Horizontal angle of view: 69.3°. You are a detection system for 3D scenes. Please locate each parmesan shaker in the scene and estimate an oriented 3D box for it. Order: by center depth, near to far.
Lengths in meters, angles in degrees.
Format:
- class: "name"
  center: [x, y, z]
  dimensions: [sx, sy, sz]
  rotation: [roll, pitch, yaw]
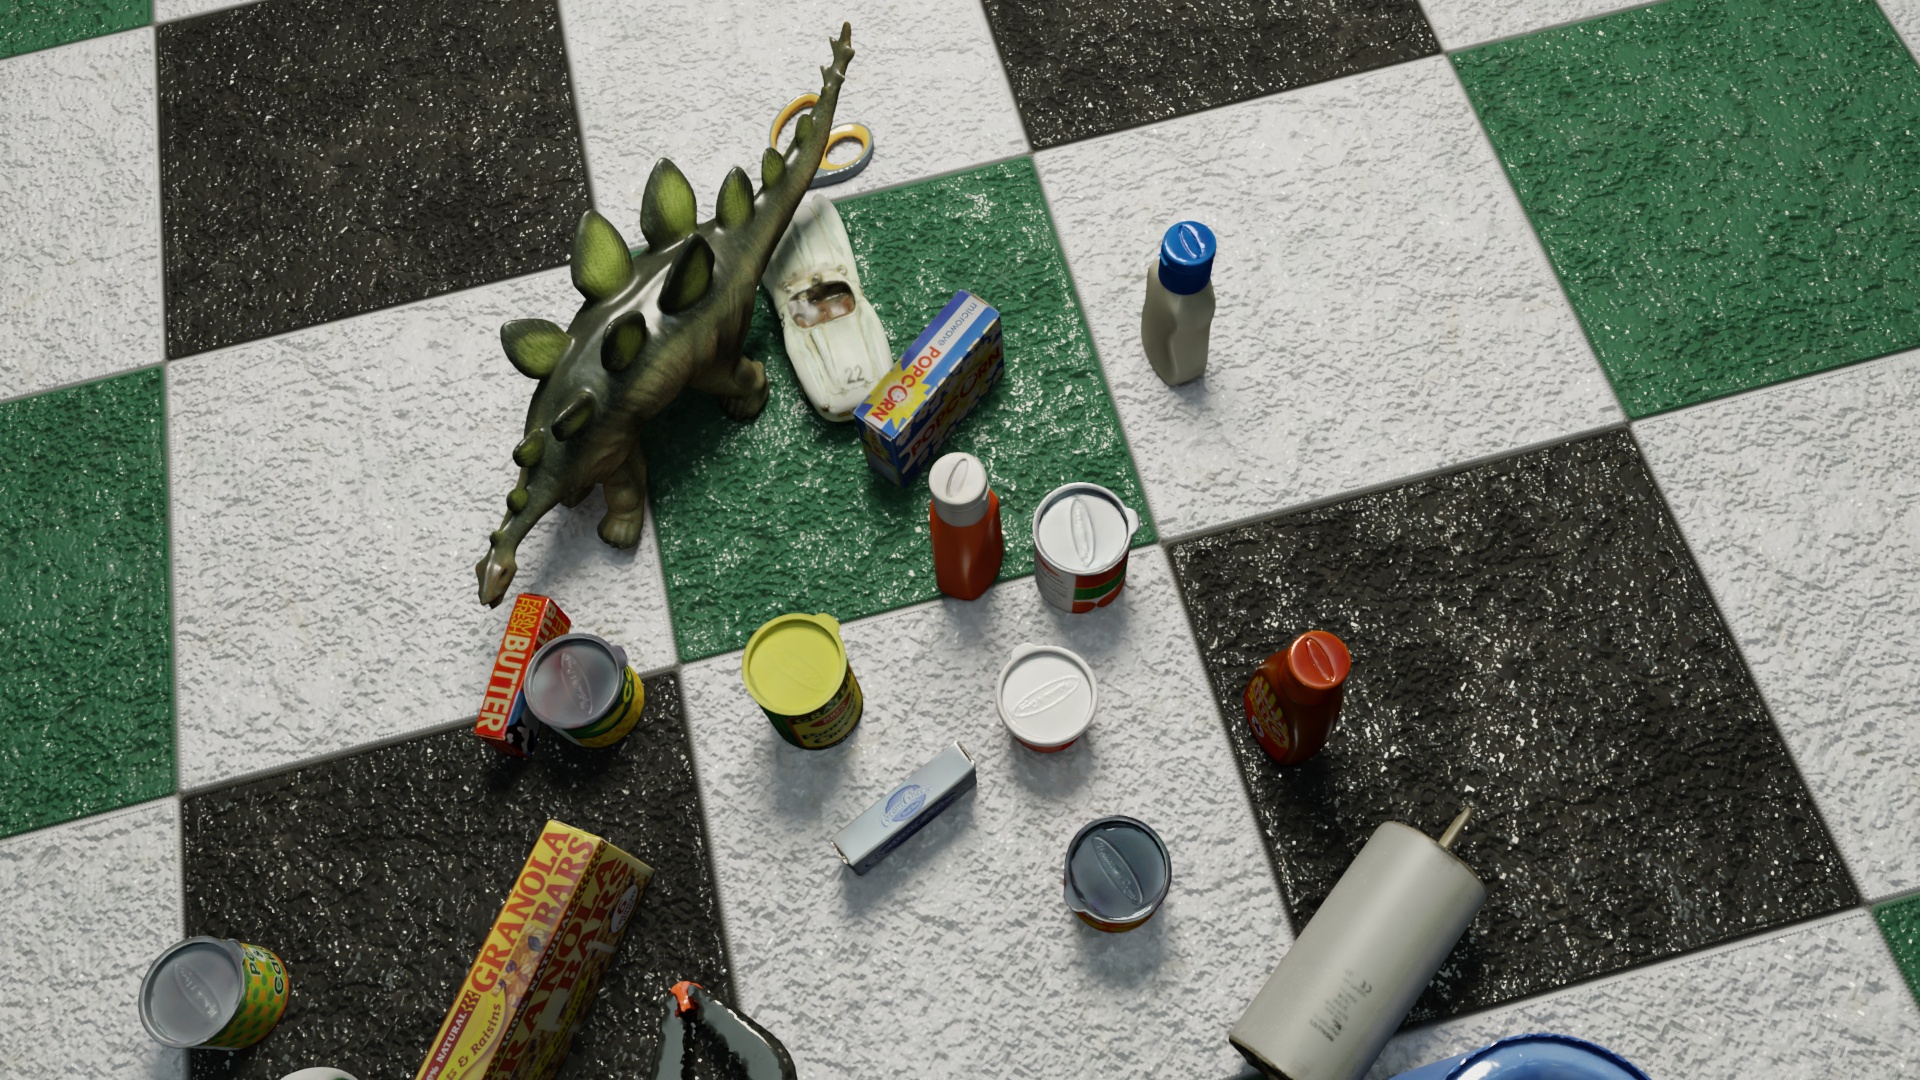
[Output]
- class: "parmesan shaker"
  center: [-0.100, 0.094, 0.916]
  dimensions: [0.071, 0.102, 0.071]
  rotation: [-1, 68, 3]

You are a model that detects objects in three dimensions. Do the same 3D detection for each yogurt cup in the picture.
- class: "yogurt cup"
  center: [0.057, 0.110, 0.927]
  dimensions: [0.072, 0.053, 0.072]
  rotation: [-1, 68, 3]

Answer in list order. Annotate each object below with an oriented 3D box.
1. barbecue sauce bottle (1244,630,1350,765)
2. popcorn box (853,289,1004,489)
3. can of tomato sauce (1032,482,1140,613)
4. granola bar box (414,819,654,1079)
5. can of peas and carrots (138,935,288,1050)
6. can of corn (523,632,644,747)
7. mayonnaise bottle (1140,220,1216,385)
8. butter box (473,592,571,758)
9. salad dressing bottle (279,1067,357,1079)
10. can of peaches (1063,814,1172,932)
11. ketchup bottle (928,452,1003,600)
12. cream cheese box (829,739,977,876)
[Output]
- class: "barbecue sauce bottle"
  center: [0.213, 0.096, 0.873]
  dimensions: [0.044, 0.148, 0.065]
  rotation: [-22, 69, -5]
- class: "popcorn box"
  center: [-0.020, -0.109, 1.004]
  dimensions: [0.038, 0.085, 0.127]
  rotation: [35, 74, 15]
- class: "can of tomato sauce"
  center: [0.085, 0.006, 0.953]
  dimensions: [0.071, 0.082, 0.071]
  rotation: [-1, 68, 3]
- class: "granola bar box"
  center: [-0.255, 0.262, 0.845]
  dimensions: [0.039, 0.123, 0.166]
  rotation: [20, 70, 11]
- class: "can of peas and carrots"
  center: [-0.471, 0.286, 0.882]
  dimensions: [0.071, 0.058, 0.071]
  rotation: [-1, 68, 3]
- class: "can of corn"
  center: [-0.252, 0.102, 0.945]
  dimensions: [0.071, 0.058, 0.071]
  rotation: [-1, 68, 3]
- class: "mayonnaise bottle"
  center: [0.156, -0.170, 0.986]
  dimensions: [0.041, 0.147, 0.065]
  rotation: [-21, 69, -5]
- class: "butter box"
  center: [-0.300, 0.092, 0.955]
  dimensions: [0.024, 0.053, 0.104]
  rotation: [9, 69, 7]
- class: "salad dressing bottle"
  center: [-0.394, 0.340, 0.808]
  dimensions: [0.044, 0.147, 0.064]
  rotation: [1, 68, 4]
- class: "can of peaches"
  center: [0.096, 0.213, 0.881]
  dimensions: [0.071, 0.058, 0.071]
  rotation: [-1, 68, 3]
- class: "ketchup bottle"
  center: [0.003, -0.012, 0.929]
  dimensions: [0.043, 0.148, 0.065]
  rotation: [18, 70, 10]
- class: "cream cheese box"
  center: [-0.035, 0.176, 0.906]
  dimensions: [0.104, 0.053, 0.024]
  rotation: [-37, 71, -11]
